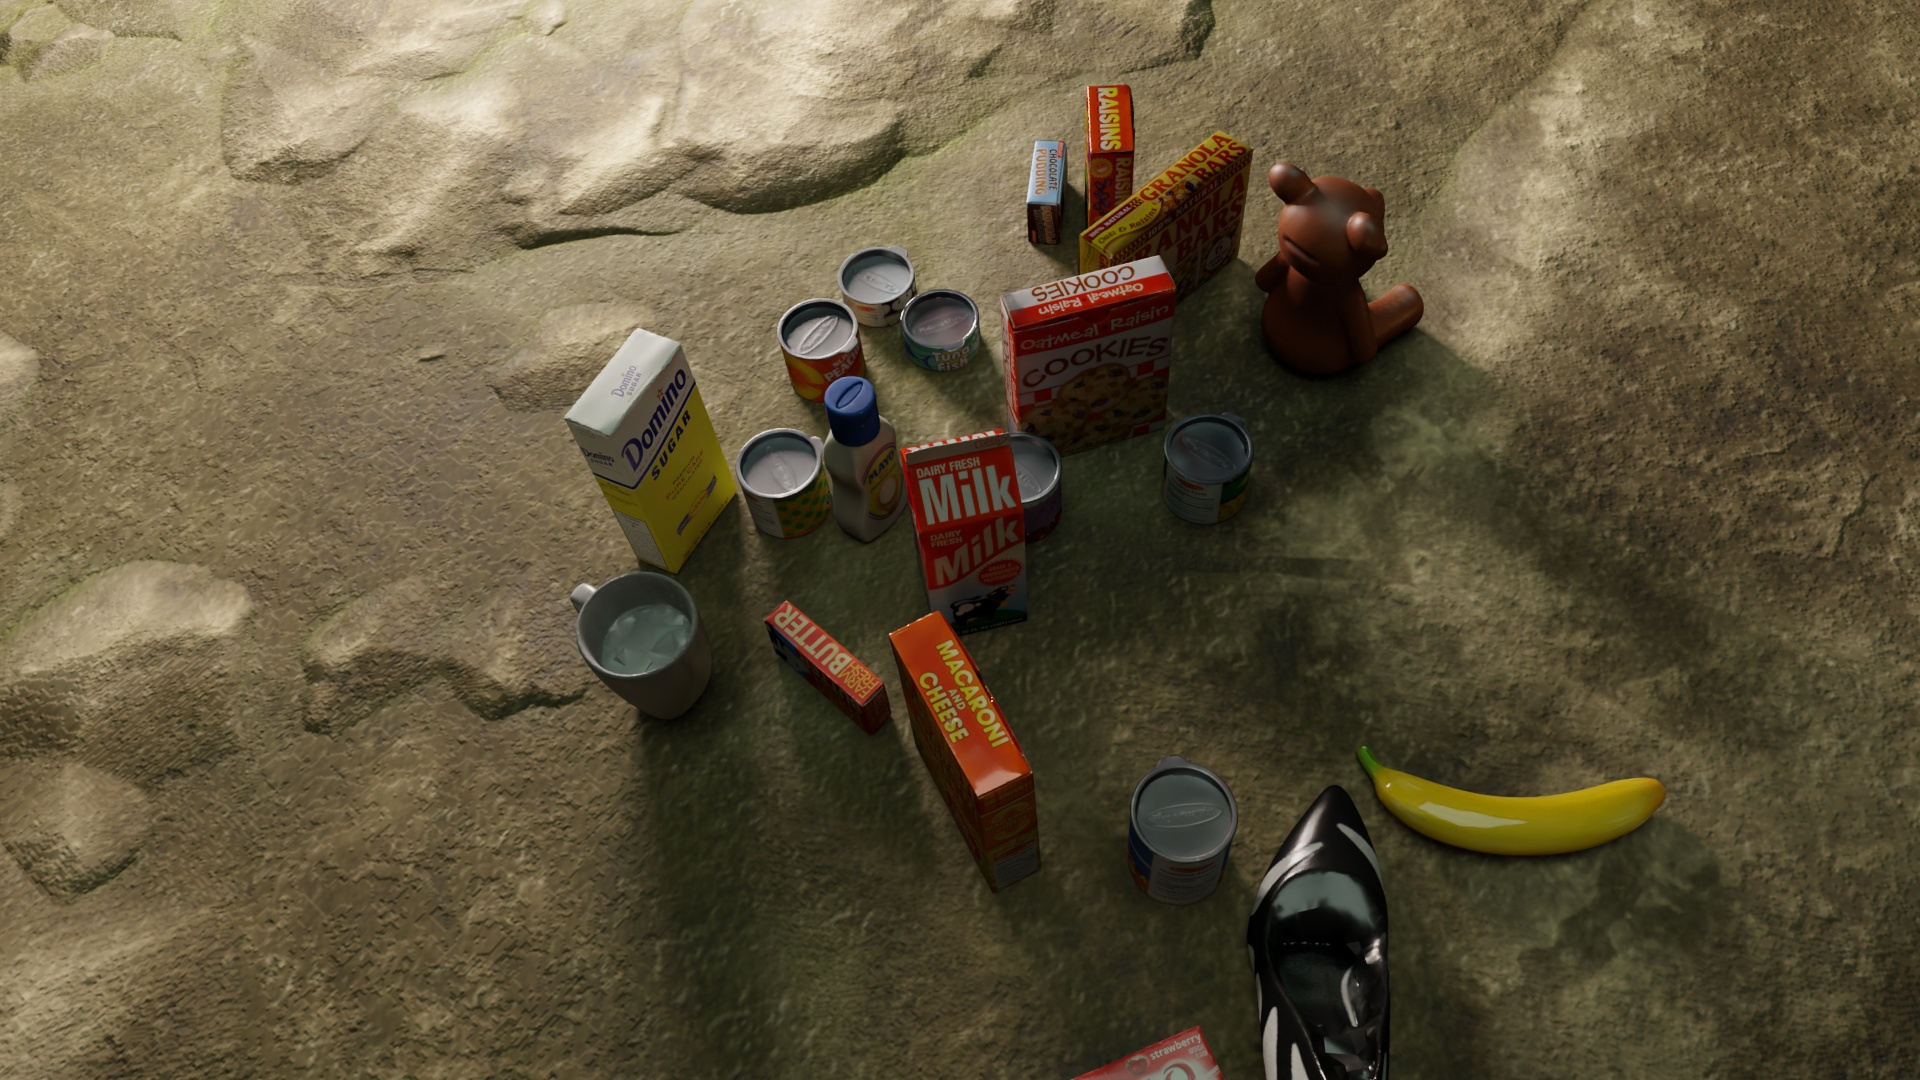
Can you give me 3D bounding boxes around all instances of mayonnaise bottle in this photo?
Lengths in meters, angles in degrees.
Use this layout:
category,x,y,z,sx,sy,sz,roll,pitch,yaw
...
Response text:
category,x,y,z,sx,sy,sz,roll,pitch,yaw
mayonnaise bottle,-0.073,-0.062,1.032,0.041,0.147,0.065,30,64,21

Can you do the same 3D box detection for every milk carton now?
category,x,y,z,sx,sy,sz,roll,pitch,yaw
milk carton,0.003,-0.012,0.969,0.072,0.189,0.074,-12,57,-3

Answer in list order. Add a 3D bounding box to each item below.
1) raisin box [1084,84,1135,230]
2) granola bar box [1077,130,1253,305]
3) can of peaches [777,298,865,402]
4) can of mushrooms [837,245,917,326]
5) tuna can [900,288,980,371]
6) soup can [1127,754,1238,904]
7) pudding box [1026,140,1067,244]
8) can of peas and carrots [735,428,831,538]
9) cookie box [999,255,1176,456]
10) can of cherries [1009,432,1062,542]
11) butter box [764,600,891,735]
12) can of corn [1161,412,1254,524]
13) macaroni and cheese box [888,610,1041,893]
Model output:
category,x,y,z,sx,sy,sz,roll,pitch,yaw
raisin box,0.128,-0.317,1.198,0.040,0.122,0.086,-1,57,4
granola bar box,0.167,-0.244,1.147,0.166,0.123,0.039,-40,63,-19
can of peaches,-0.112,-0.156,1.150,0.071,0.057,0.071,-2,57,3
can of mushrooms,-0.070,-0.221,1.204,0.071,0.033,0.071,-2,57,3
tuna can,-0.015,-0.175,1.171,0.071,0.032,0.071,-2,57,3
soup can,0.141,0.187,0.893,0.071,0.083,0.072,-2,57,3
pudding box,0.078,-0.312,1.242,0.030,0.049,0.084,4,58,7
can of peas and carrots,-0.134,-0.045,1.080,0.071,0.058,0.071,-2,57,3
cookie box,0.097,-0.132,1.054,0.123,0.166,0.040,-16,58,-6
can of cherries,0.042,-0.039,1.062,0.071,0.058,0.072,-2,57,3
butter box,-0.094,0.091,0.991,0.104,0.053,0.024,37,67,25
can of corn,0.189,-0.056,1.062,0.071,0.058,0.071,-2,57,3
macaroni and cheese box,0.005,0.137,0.886,0.040,0.165,0.124,-25,59,-11
